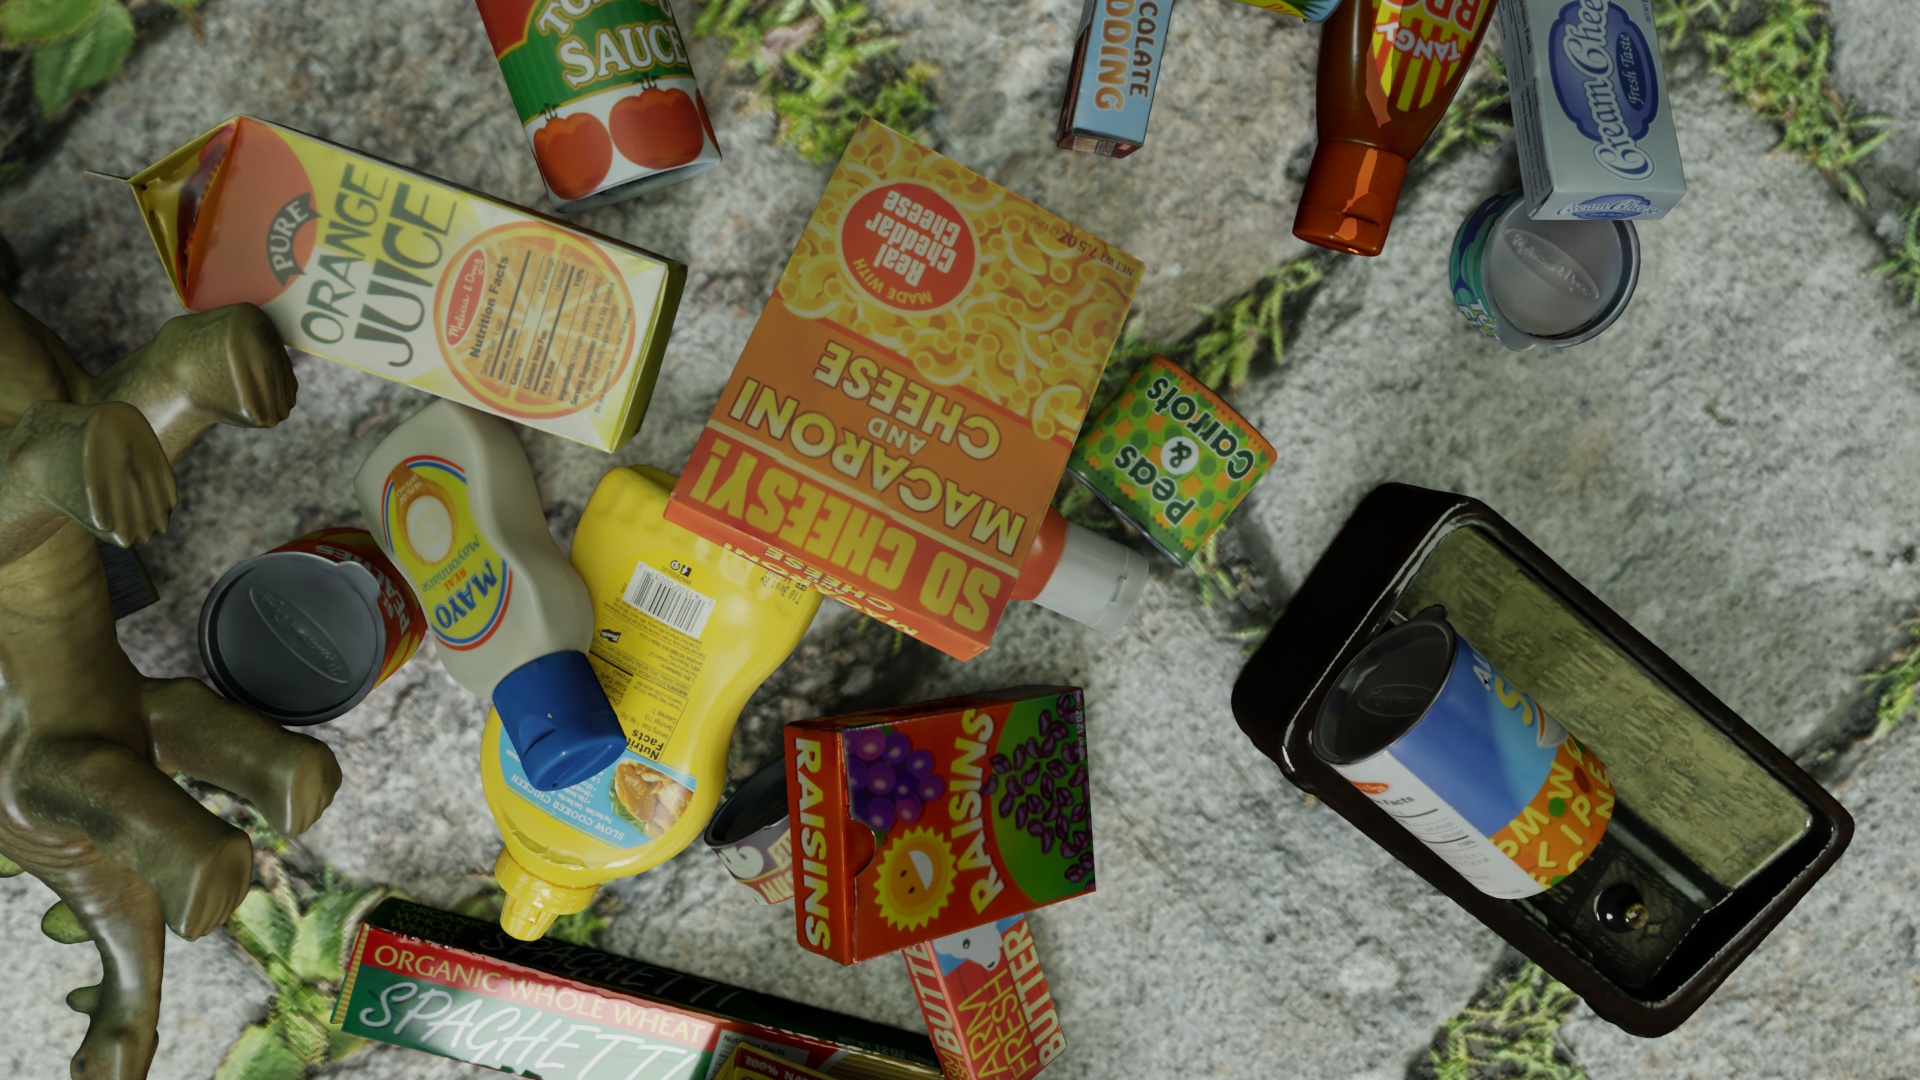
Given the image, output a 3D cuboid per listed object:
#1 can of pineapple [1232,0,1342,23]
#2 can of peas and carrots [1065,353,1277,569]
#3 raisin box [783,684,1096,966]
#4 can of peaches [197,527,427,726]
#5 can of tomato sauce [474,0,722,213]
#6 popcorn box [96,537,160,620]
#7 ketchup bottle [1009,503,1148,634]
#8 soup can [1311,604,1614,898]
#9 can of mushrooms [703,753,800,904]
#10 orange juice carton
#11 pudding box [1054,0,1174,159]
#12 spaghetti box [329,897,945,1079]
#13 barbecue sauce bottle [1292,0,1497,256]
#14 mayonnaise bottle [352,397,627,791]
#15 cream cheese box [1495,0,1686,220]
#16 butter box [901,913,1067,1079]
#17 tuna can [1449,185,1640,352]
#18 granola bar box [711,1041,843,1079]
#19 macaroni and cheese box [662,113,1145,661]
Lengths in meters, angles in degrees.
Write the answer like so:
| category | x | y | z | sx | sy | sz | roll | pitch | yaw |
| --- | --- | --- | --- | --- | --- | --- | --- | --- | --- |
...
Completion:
| category | x | y | z | sx | sy | sz | roll | pitch | yaw |
| --- | --- | --- | --- | --- | --- | --- | --- | --- | --- |
| can of pineapple | 0.116 | -0.231 | 0.517 | 0.058 | 0.071 | 0.071 | 11 | 99 | -6 |
| can of peas and carrots | 0.081 | -0.032 | 0.545 | 0.071 | 0.071 | 0.058 | 40 | 94 | -10 |
| raisin box | -0.005 | 0.106 | 0.539 | 0.124 | 0.040 | 0.086 | -3 | 91 | -39 |
| can of peaches | -0.243 | 0.030 | 0.533 | 0.071 | 0.058 | 0.071 | -1 | 99 | -5 |
| can of tomato sauce | -0.130 | -0.169 | 0.503 | 0.071 | 0.071 | 0.083 | -18 | 102 | -2 |
| popcorn box | -0.390 | 0.012 | 0.527 | 0.127 | 0.038 | 0.085 | -21 | 101 | -1 |
| ketchup bottle | 0.002 | -0.007 | 0.556 | 0.149 | 0.043 | 0.064 | 24 | 90 | -9 |
| soup can | 0.183 | 0.076 | 0.502 | 0.083 | 0.071 | 0.071 | 39 | 95 | -10 |
| can of mushrooms | -0.066 | 0.112 | 0.556 | 0.071 | 0.071 | 0.033 | -33 | 103 | 1 |
| orange juice carton | -0.204 | -0.099 | 0.507 | 0.193 | 0.072 | 0.073 | 18 | 98 | -8 |
| pudding box | 0.060 | -0.190 | 0.527 | 0.030 | 0.050 | 0.083 | 11 | 98 | -5 |
| spaghetti box | -0.132 | 0.209 | 0.588 | 0.250 | 0.029 | 0.050 | 17 | 98 | -8 |
| barbecue sauce bottle | 0.168 | -0.187 | 0.540 | 0.065 | 0.044 | 0.148 | 13 | 99 | -14 |
| mayonnaise bottle | -0.170 | 0.020 | 0.512 | 0.064 | 0.041 | 0.148 | -38 | 69 | 15 |
| cream cheese box | 0.243 | -0.175 | 0.539 | 0.053 | 0.024 | 0.104 | -1 | 74 | -3 |
| butter box | 0.007 | 0.183 | 0.587 | 0.053 | 0.024 | 0.103 | -26 | 104 | -38 |
| tuna can | 0.235 | -0.110 | 0.564 | 0.071 | 0.033 | 0.071 | -1 | 100 | -5 |
| granola bar box | -0.045 | 0.286 | 0.581 | 0.165 | 0.039 | 0.123 | 25 | 118 | -12 |
| macaroni and cheese box | -0.017 | -0.056 | 0.515 | 0.124 | 0.040 | 0.167 | 26 | 71 | -8 |
